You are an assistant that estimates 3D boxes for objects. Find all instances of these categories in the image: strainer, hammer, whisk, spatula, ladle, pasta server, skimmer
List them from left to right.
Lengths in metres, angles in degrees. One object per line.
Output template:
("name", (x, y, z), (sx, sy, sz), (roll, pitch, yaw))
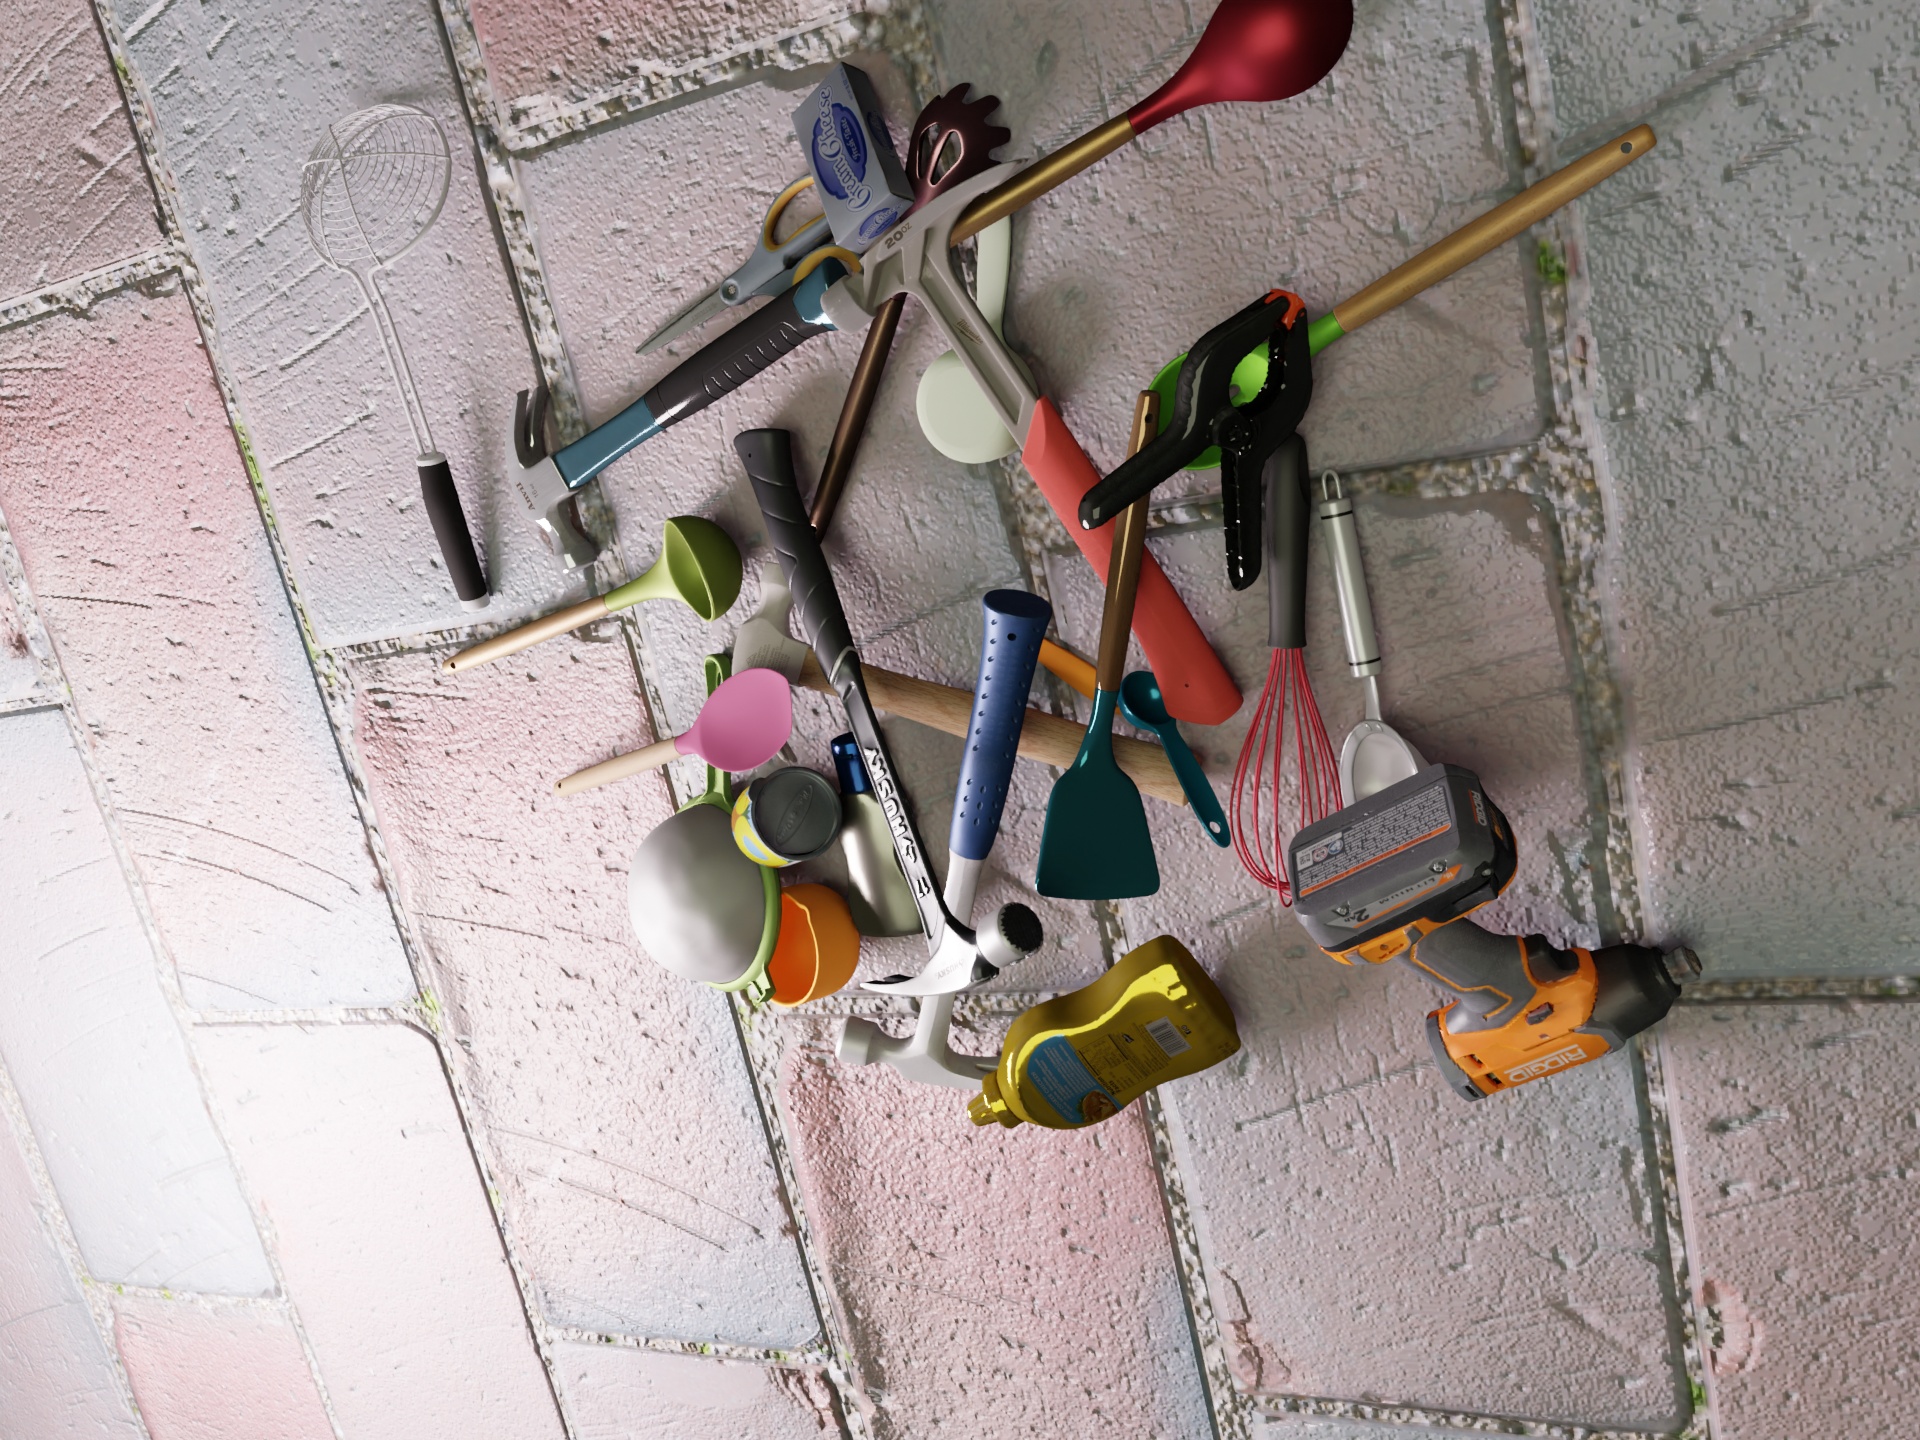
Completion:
("skimmer", (-0.395, -0.263, 1.184), (0.127, 0.090, 0.363), (1, 118, 21))
("ladle", (-0.287, -0.078, 1.184), (0.320, 0.062, 0.078), (-17, 100, 31))
("hammer", (-0.197, -0.218, 1.091), (0.331, 0.033, 0.128), (-24, 98, 34))
("strainer", (-0.200, 0.079, 1.170), (0.152, 0.069, 0.256), (12, 104, 45))
("hammer", (-0.071, -0.014, 1.038), (0.149, 0.036, 0.409), (-36, 69, 43))
("pasta server", (-0.047, -0.251, 1.029), (0.060, 0.040, 0.316), (30, 122, 12))
("hammer", (-0.002, -0.003, 1.074), (0.331, 0.031, 0.130), (17, 90, 14))
("hammer", (0.010, 0.097, 1.067), (0.144, 0.035, 0.405), (14, 123, 4))
("hammer", (0.073, -0.152, 0.969), (0.149, 0.037, 0.359), (-30, 102, 25))
("ladle", (0.077, -0.333, 0.919), (0.315, 0.031, 0.069), (-24, 100, 25))
("spatula", (0.097, -0.040, 0.966), (0.082, 0.044, 0.317), (1, 113, -10))
("whisk", (0.200, -0.027, 0.974), (0.073, 0.073, 0.295), (3, 104, 24))
("strainer", (0.249, -0.025, 0.961), (0.087, 0.050, 0.258), (-171, 67, -70))

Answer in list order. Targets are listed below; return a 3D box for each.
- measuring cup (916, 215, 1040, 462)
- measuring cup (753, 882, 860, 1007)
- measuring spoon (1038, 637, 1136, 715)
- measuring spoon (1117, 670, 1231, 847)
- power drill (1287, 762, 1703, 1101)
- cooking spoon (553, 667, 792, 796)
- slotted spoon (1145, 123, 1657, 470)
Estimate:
("measuring cup", (0.011, -0.242, 0.994), (0.083, 0.038, 0.167), (13, 115, 20))
("measuring cup", (-0.137, 0.134, 1.199), (0.174, 0.052, 0.095), (55, 129, 27))
("measuring spoon", (0.067, -0.037, 1.057), (0.117, 0.011, 0.021), (35, 119, 10))
("measuring spoon", (0.136, 0.027, 1.016), (0.129, 0.042, 0.021), (64, 145, 17))
("power drill", (0.313, 0.127, 0.924), (0.164, 0.084, 0.226), (-31, 122, 29))
("cooking spoon", (-0.215, 0.022, 1.155), (0.319, 0.017, 0.069), (-17, 74, 46))
("slotted spoon", (0.238, -0.237, 0.898), (0.314, 0.031, 0.070), (-29, 95, 28))
